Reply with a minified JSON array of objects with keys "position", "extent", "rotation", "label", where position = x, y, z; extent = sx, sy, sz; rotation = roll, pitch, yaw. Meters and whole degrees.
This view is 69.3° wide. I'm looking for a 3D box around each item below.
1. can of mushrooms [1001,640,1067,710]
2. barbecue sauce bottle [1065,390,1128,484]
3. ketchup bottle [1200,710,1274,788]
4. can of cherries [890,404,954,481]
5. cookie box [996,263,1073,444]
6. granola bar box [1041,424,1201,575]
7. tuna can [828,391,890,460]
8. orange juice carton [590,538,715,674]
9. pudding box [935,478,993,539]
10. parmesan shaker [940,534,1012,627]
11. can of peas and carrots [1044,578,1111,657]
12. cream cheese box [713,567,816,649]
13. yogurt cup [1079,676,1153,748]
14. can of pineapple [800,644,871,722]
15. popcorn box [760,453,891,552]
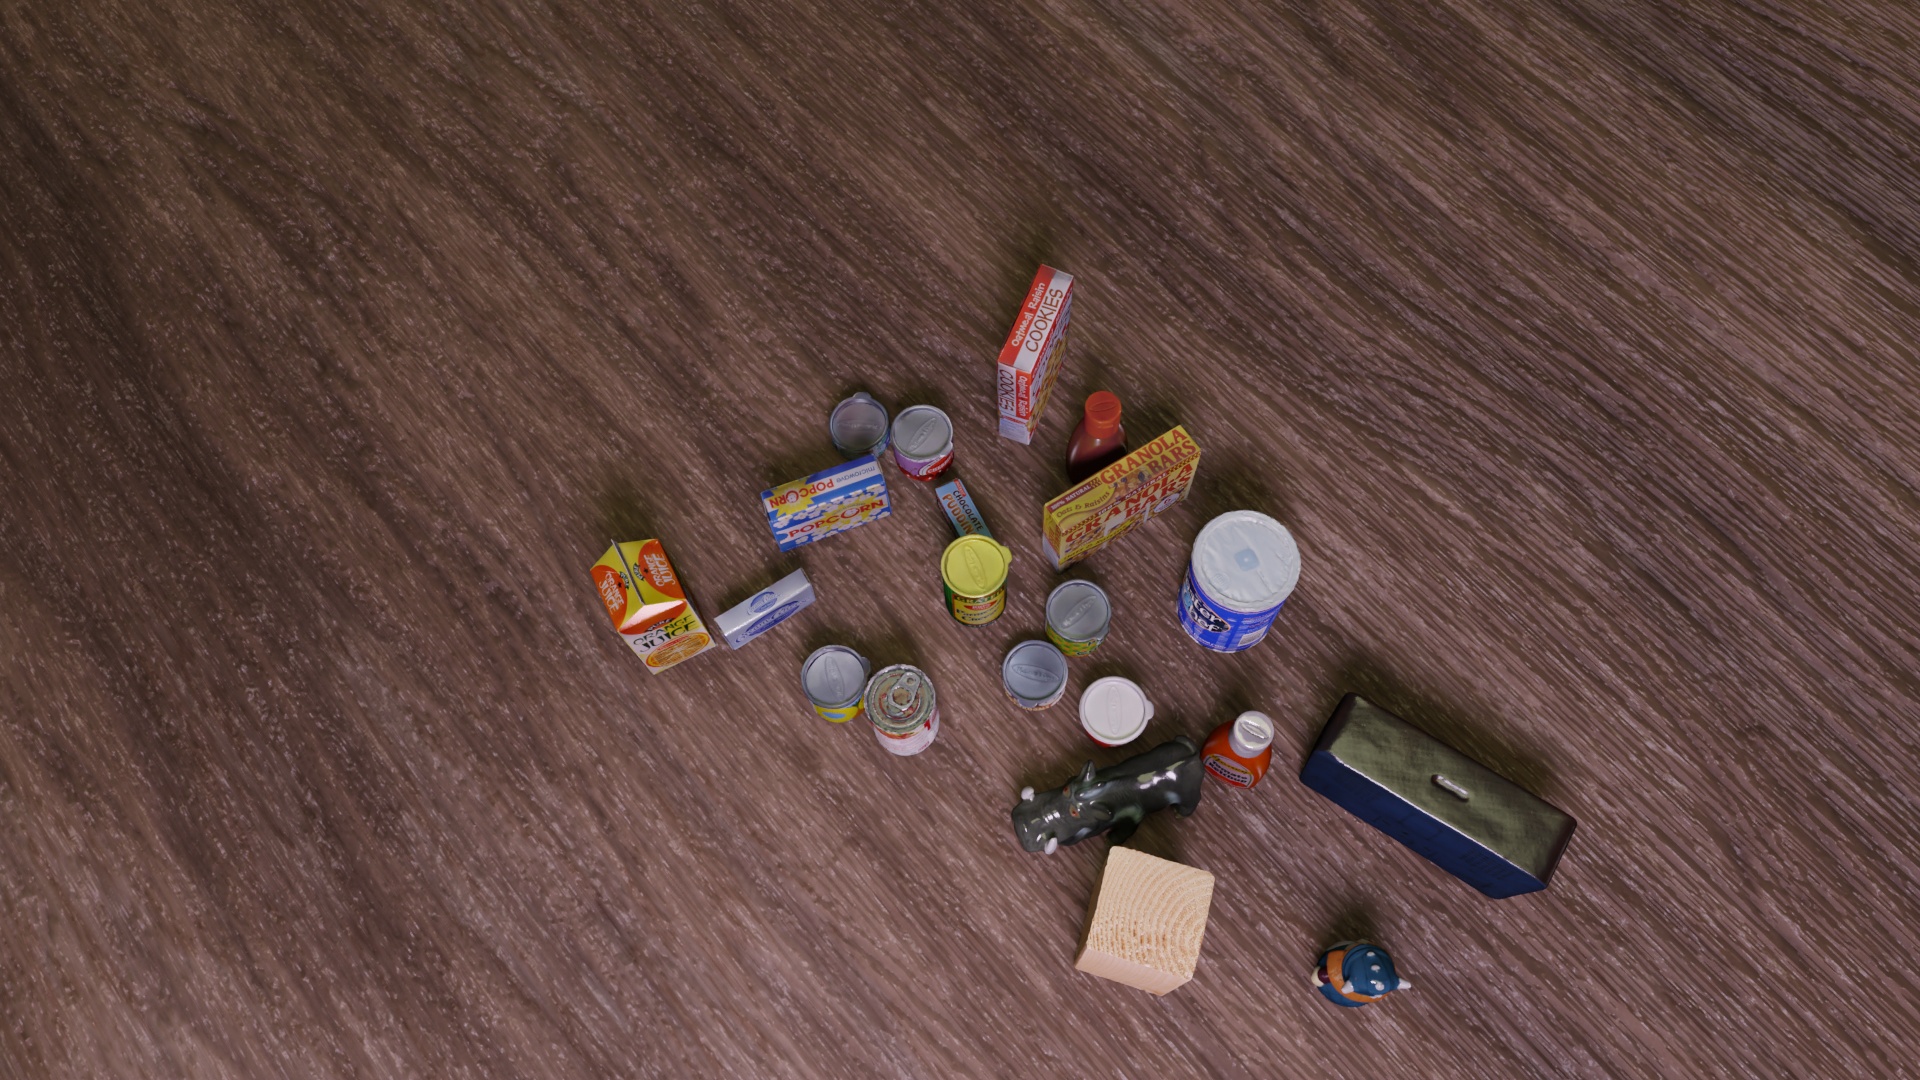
[{"position":[0.074,0.139,1.403],"extent":[0.071,0.033,0.071],"rotation":[-1,68,2],"label":"can of mushrooms"},{"position":[0.143,-0.105,1.438],"extent":[0.065,0.148,0.044],"rotation":[-12,69,-3],"label":"barbecue sauce bottle"},{"position":[0.266,0.195,1.313],"extent":[0.065,0.148,0.044],"rotation":[26,72,12],"label":"ketchup bottle"},{"position":[-0.039,-0.102,1.491],"extent":[0.071,0.058,0.072],"rotation":[-1,68,2],"label":"can of cherries"},{"position":[0.077,-0.194,1.465],"extent":[0.040,0.167,0.123],"rotation":[20,70,9],"label":"cookie box"},{"position":[0.161,-0.041,1.424],"extent":[0.166,0.123,0.039],"rotation":[-31,71,-10],"label":"granola bar box"},{"position":[-0.109,-0.124,1.515],"extent":[0.071,0.032,0.071],"rotation":[-1,68,2],"label":"tuna can"},{"position":[-0.303,0.061,1.361],"extent":[0.073,0.192,0.072],"rotation":[-26,70,-8],"label":"orange juice carton"},{"position":[0.005,-0.018,1.460],"extent":[0.030,0.049,0.084],"rotation":[-26,70,-8],"label":"pudding box"},{"position":[0.018,0.042,1.407],"extent":[0.071,0.102,0.071],"rotation":[-1,68,2],"label":"parmesan shaker"},{"position":[0.121,0.081,1.411],"extent":[0.071,0.058,0.071],"rotation":[-1,68,2],"label":"can of peas and carrots"},{"position":[-0.199,0.071,1.428],"extent":[0.104,0.053,0.024],"rotation":[-31,71,-10],"label":"cream cheese box"},{"position":[0.151,0.174,1.376],"extent":[0.072,0.053,0.072],"rotation":[-1,68,2],"label":"yogurt cup"},{"position":[-0.122,0.144,1.394],"extent":[0.071,0.057,0.071],"rotation":[-1,68,2],"label":"can of pineapple"},{"position":[-0.139,-0.038,1.454],"extent":[0.127,0.085,0.038],"rotation":[-20,69,-6],"label":"popcorn box"}]
